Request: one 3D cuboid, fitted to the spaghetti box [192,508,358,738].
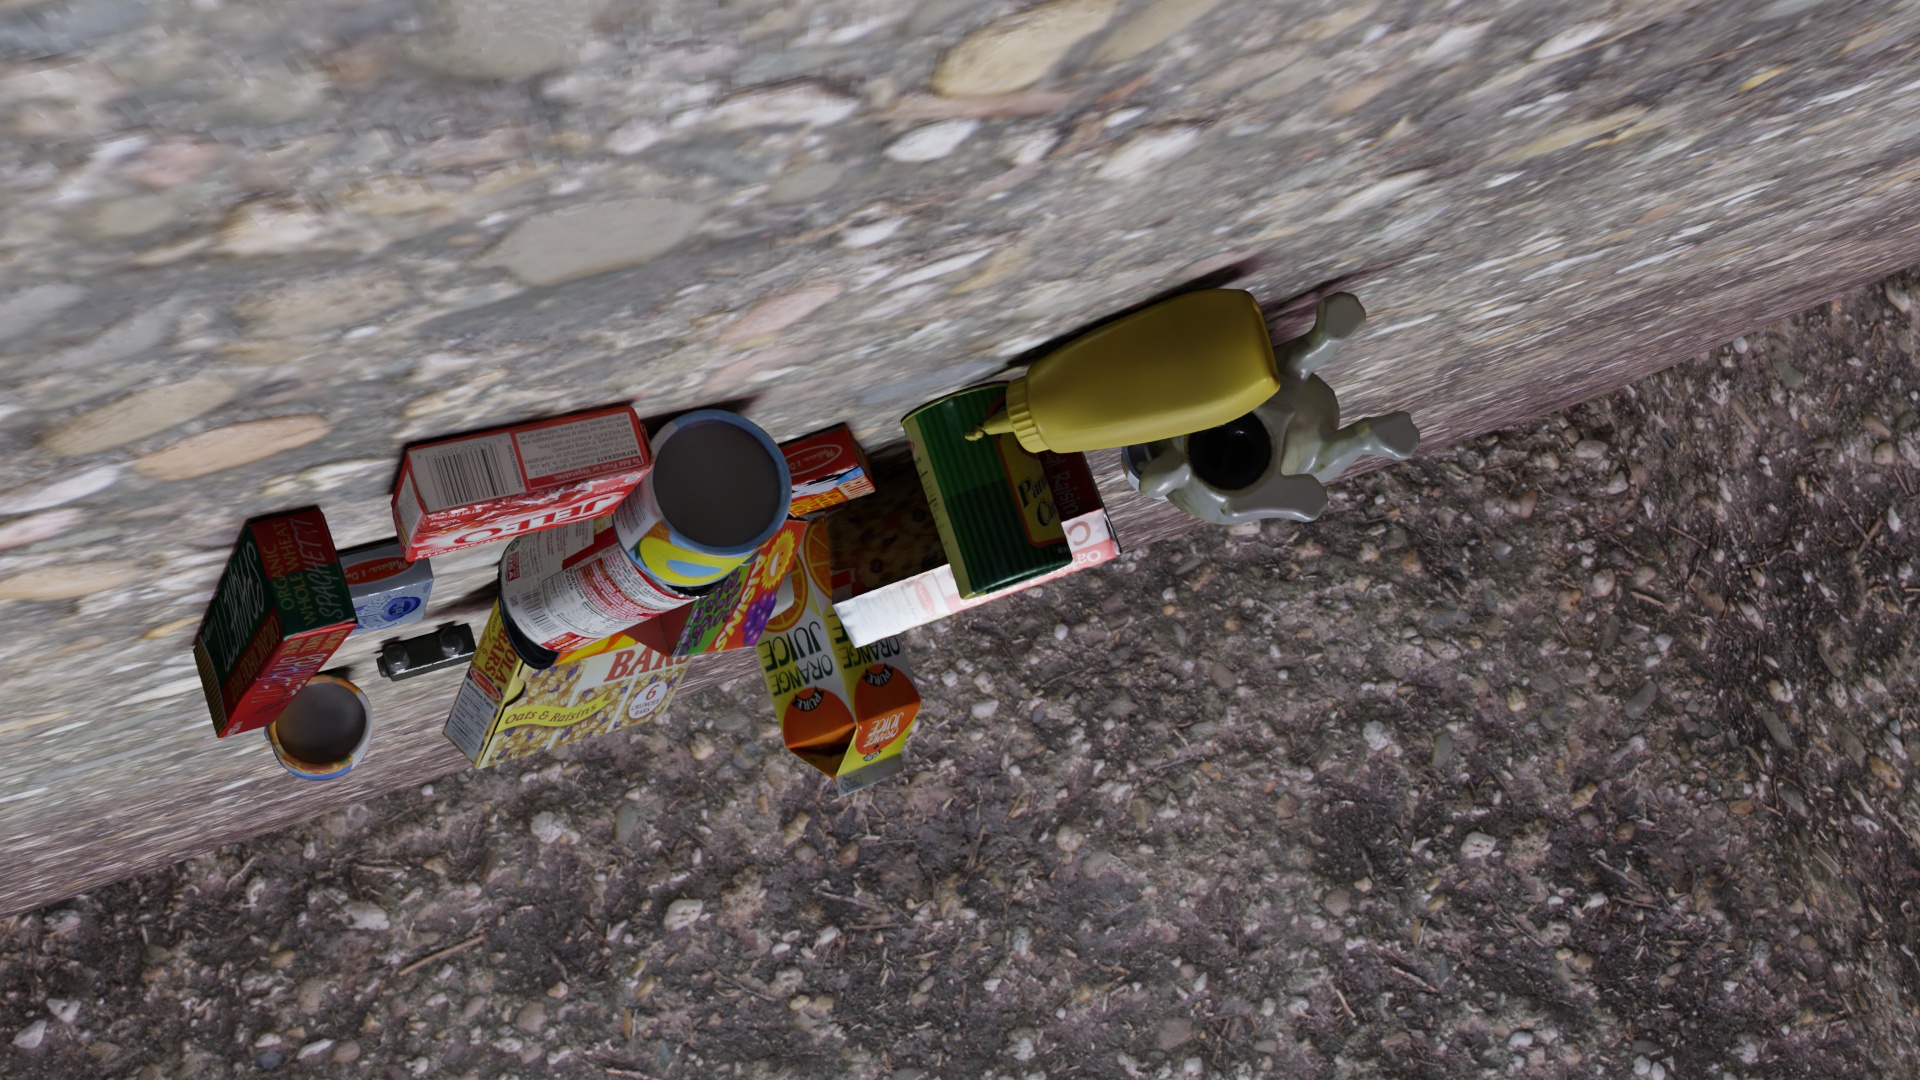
[{"bbox_3d":[-0.315,0.044,0.627,0.029,0.050,0.249,-16,174,-36],"label":"spaghetti box"}]

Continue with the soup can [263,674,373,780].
[{"bbox_3d":[-0.448,0.131,0.967,0.071,0.071,0.083,-16,173,-26],"label":"soup can"}]

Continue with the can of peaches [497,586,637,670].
[{"bbox_3d":[-0.213,0.033,0.771,0.058,0.071,0.071,-13,172,-46],"label":"can of peaches"}]

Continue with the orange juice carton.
[{"bbox_3d":[-0.091,0.079,0.975,0.073,0.193,0.072,-24,171,36],"label":"orange juice carton"}]

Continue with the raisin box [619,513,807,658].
[{"bbox_3d":[-0.136,0.018,0.783,0.040,0.086,0.123,24,-177,11],"label":"raisin box"}]

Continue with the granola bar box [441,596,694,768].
[{"bbox_3d":[-0.237,0.073,0.898,0.166,0.039,0.123,-10,132,-59],"label":"granola bar box"}]

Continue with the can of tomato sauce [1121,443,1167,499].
[{"bbox_3d":[0.152,-0.067,1.019,0.071,0.071,0.083,-19,175,4],"label":"can of tomato sauce"}]

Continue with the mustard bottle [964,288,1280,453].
[{"bbox_3d":[0.075,-0.077,0.694,0.160,0.065,0.049,-15,171,22],"label":"mustard bottle"}]

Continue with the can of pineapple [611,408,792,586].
[{"bbox_3d":[-0.111,-0.018,0.605,0.071,0.071,0.057,-16,173,-29],"label":"can of pineapple"}]

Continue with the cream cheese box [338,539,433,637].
[{"bbox_3d":[-0.285,0.025,0.668,0.053,0.024,0.103,-15,173,-26],"label":"cream cheese box"}]

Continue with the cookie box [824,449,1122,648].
[{"bbox_3d":[0.003,-0.011,0.851,0.167,0.040,0.123,-19,-146,5],"label":"cookie box"}]

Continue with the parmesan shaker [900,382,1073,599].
[{"bbox_3d":[0.016,-0.026,0.759,0.071,0.103,0.071,-19,174,-2],"label":"parmesan shaker"}]

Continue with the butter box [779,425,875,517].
[{"bbox_3d":[-0.078,-0.036,0.759,0.053,0.024,0.103,-18,174,1],"label":"butter box"}]

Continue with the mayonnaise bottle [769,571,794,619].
[{"bbox_3d":[-0.169,0.024,0.876,0.041,0.065,0.148,-29,166,30],"label":"mayonnaise bottle"}]
